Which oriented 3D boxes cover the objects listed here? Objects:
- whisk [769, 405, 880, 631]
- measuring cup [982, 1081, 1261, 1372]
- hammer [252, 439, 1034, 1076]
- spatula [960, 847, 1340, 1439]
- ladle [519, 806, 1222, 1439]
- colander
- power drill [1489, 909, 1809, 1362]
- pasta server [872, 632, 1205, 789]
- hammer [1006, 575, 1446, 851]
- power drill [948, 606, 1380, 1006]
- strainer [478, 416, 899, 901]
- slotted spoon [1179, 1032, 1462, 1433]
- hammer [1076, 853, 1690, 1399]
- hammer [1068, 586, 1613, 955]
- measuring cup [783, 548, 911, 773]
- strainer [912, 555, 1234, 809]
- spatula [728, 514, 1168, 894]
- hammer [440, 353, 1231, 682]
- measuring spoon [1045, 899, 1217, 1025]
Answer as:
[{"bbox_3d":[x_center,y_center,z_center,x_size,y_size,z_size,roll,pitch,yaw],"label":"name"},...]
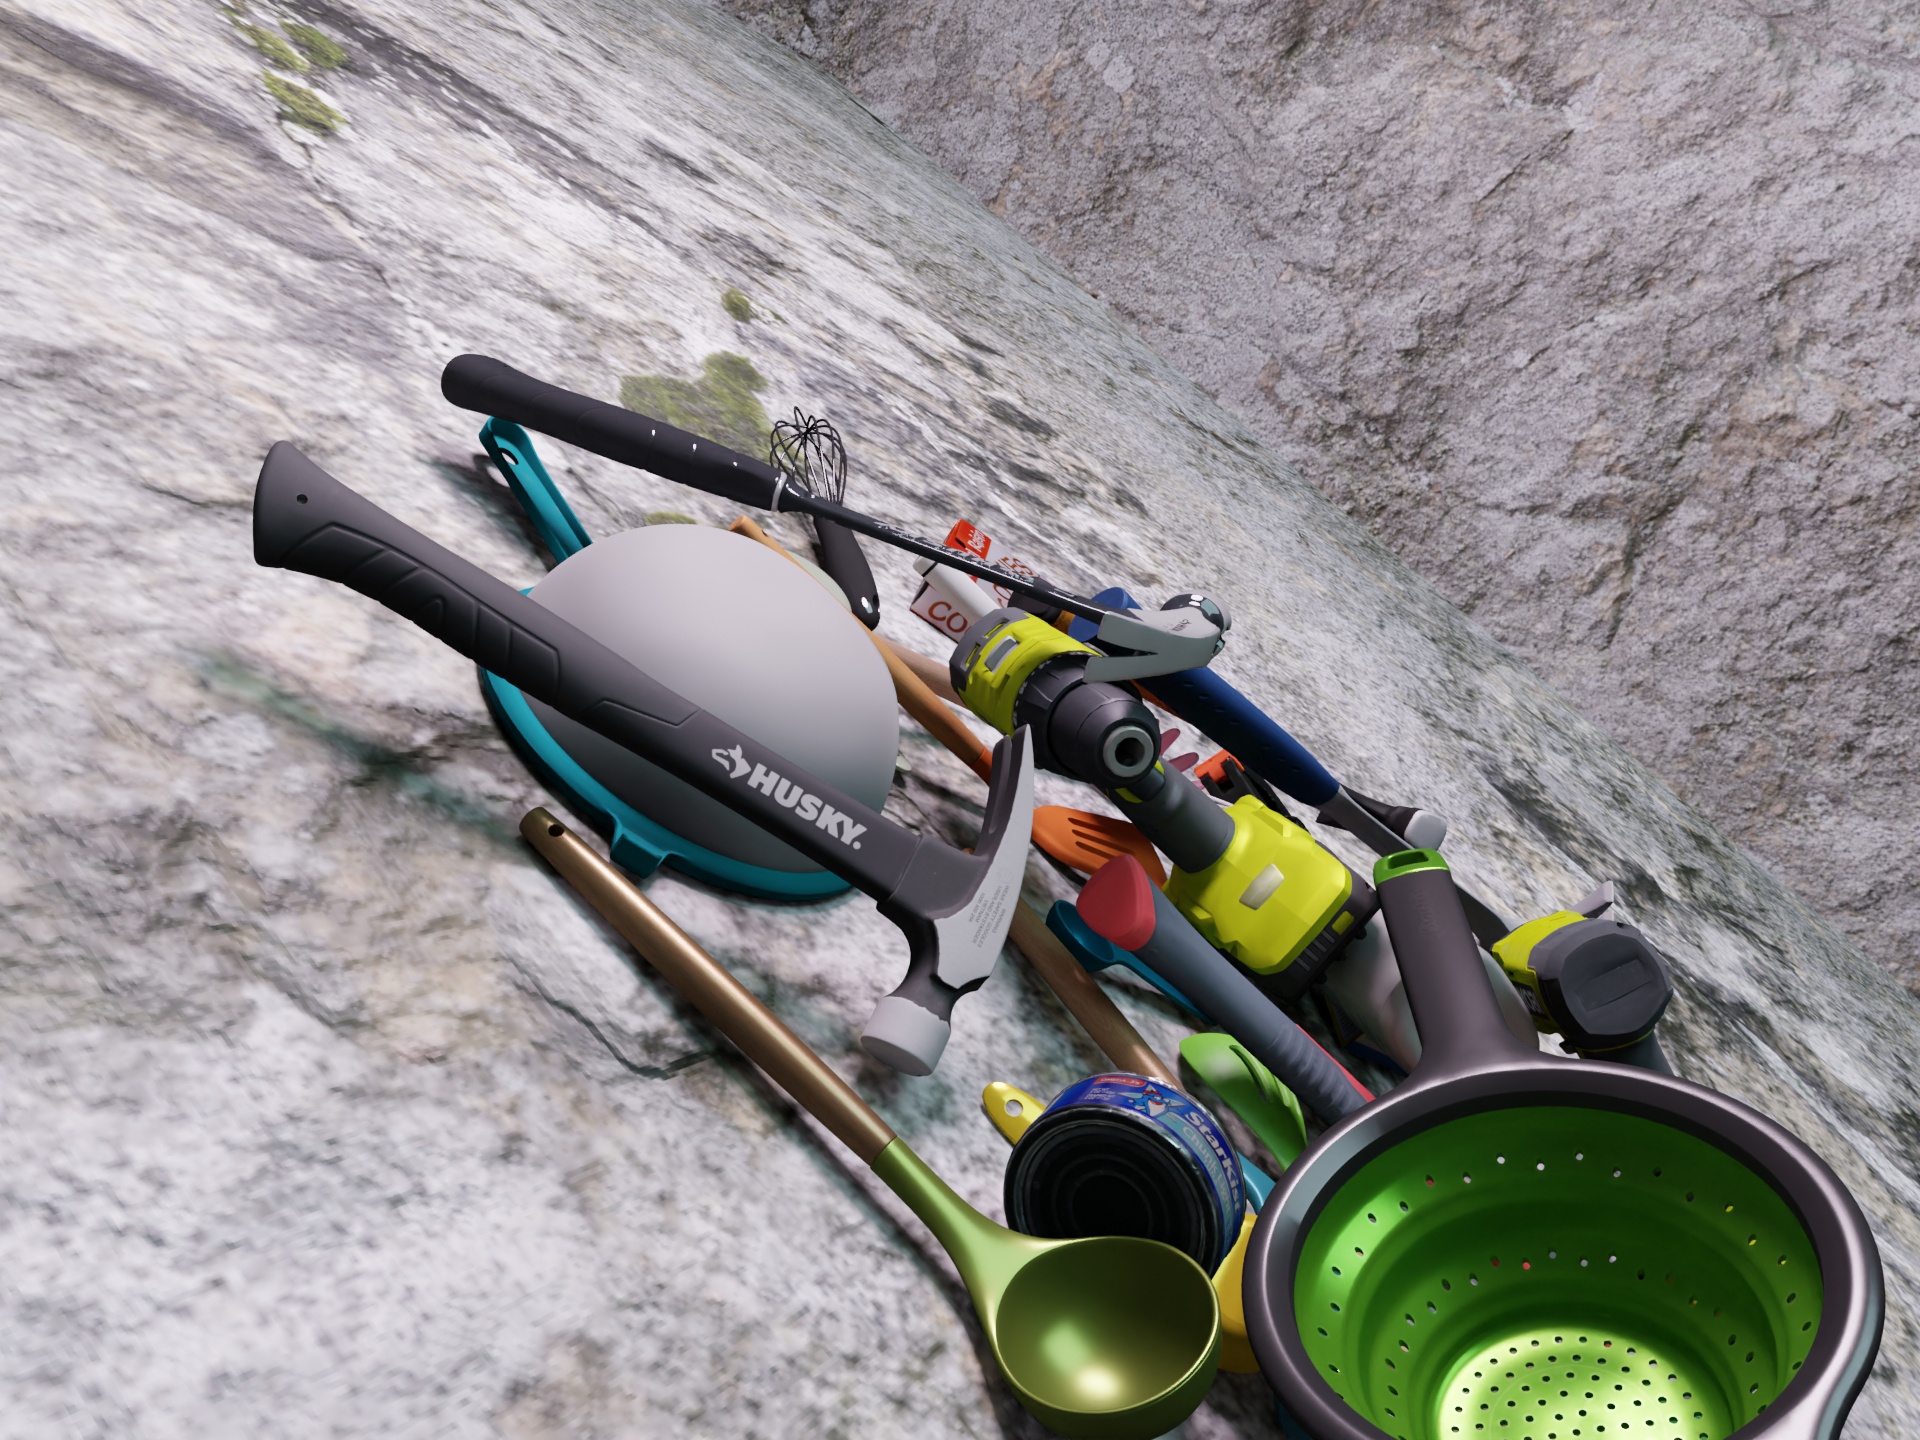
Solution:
[{"bbox_3d":[-0.086,-0.135,1.047,0.055,0.055,0.239,23,30,-34],"label":"whisk"},{"bbox_3d":[0.072,0.191,0.628,0.157,0.029,0.062,37,57,17],"label":"measuring cup"},{"bbox_3d":[-0.120,-0.006,0.619,0.334,0.035,0.146,32,66,-11],"label":"hammer"},{"bbox_3d":[0.080,0.171,0.720,0.082,0.044,0.318,11,29,-46],"label":"spatula"},{"bbox_3d":[-0.043,0.129,0.565,0.320,0.062,0.078,40,46,14],"label":"ladle"},{"bbox_3d":[0.216,0.183,0.630,0.397,0.204,0.094,-79,153,-64],"label":"colander"},{"bbox_3d":[0.355,0.206,0.827,0.223,0.080,0.171,63,3,8],"label":"power drill"},{"bbox_3d":[0.044,-0.004,0.959,0.316,0.040,0.060,24,40,-44],"label":"pasta server"},{"bbox_3d":[0.169,-0.003,1.064,0.336,0.034,0.127,30,-3,-22],"label":"hammer"},{"bbox_3d":[0.103,0.041,0.796,0.228,0.080,0.191,41,0,-21],"label":"power drill"},{"bbox_3d":[-0.137,-0.067,0.759,0.210,0.095,0.341,8,38,-52],"label":"strainer"},{"bbox_3d":[0.182,0.255,0.700,0.070,0.031,0.314,27,25,-41],"label":"slotted spoon"},{"bbox_3d":[0.206,0.198,0.769,0.386,0.038,0.143,43,18,-7],"label":"hammer"},{"bbox_3d":[0.224,0.046,0.936,0.405,0.144,0.035,35,51,-27],"label":"hammer"},{"bbox_3d":[-0.070,-0.038,0.879,0.168,0.038,0.083,47,23,28],"label":"measuring cup"},{"bbox_3d":[0.056,-0.018,0.928,0.258,0.050,0.087,44,8,-7],"label":"strainer"},{"bbox_3d":[-0.001,-0.003,0.863,0.322,0.041,0.081,44,16,-25],"label":"spatula"},{"bbox_3d":[-0.074,-0.102,0.763,0.409,0.036,0.149,22,15,15],"label":"hammer"},{"bbox_3d":[0.087,0.134,0.820,0.128,0.021,0.042,36,17,-30],"label":"measuring spoon"}]
